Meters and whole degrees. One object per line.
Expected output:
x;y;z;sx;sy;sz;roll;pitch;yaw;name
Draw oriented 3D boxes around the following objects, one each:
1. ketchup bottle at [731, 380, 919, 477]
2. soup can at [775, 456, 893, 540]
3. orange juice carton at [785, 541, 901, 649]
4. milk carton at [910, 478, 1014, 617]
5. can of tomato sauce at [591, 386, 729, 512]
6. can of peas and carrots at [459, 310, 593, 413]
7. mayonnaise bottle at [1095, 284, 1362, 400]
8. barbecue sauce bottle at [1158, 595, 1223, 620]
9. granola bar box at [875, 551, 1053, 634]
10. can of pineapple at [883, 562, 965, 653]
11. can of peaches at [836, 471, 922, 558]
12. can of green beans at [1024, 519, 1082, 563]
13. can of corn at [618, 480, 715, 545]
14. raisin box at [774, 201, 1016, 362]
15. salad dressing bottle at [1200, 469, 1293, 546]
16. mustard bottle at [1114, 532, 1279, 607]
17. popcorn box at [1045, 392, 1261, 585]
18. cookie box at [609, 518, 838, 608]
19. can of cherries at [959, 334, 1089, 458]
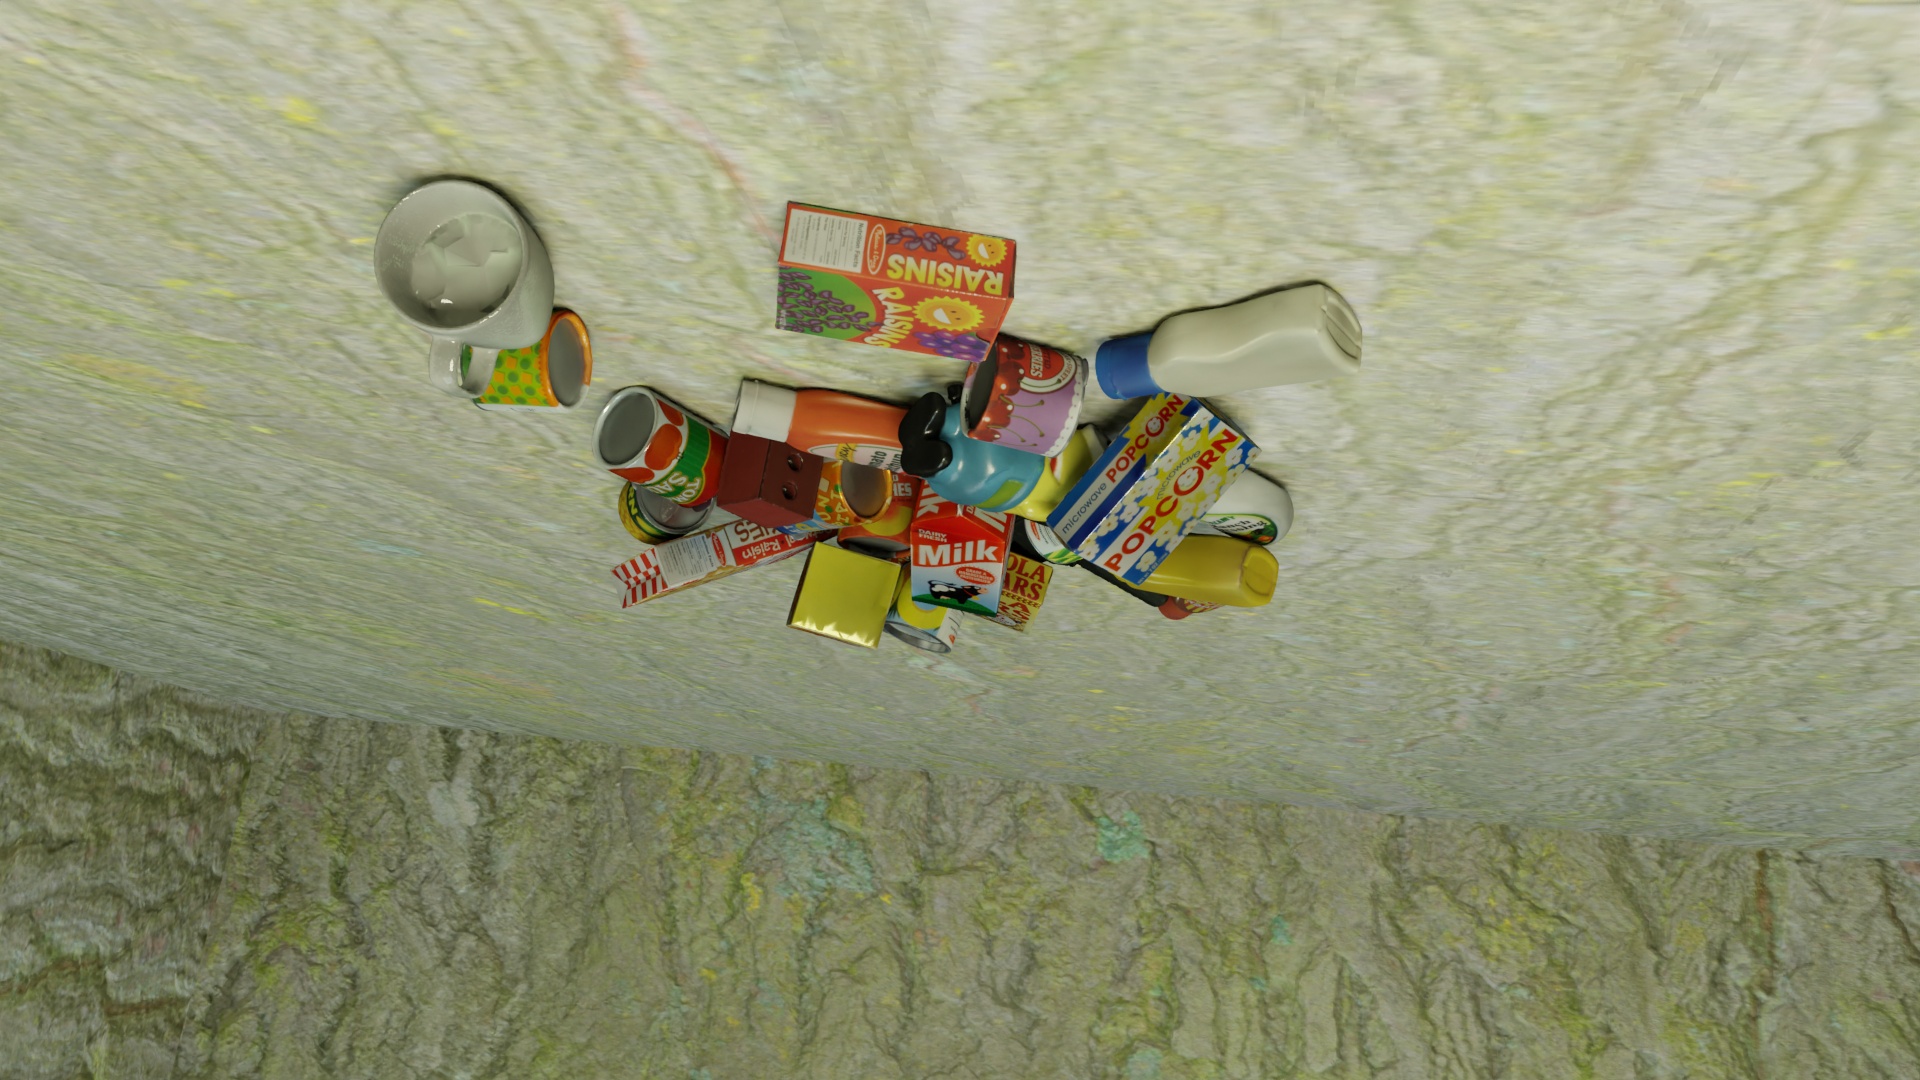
-0.083;-0.079;0.972;0.149;0.043;0.064;11;164;-14;ketchup bottle
-0.103;-0.038;1.069;0.083;0.071;0.071;-6;159;37;soup can
-0.104;0.049;1.189;0.073;0.072;0.192;17;174;-7;orange juice carton
0.004;-0.013;1.064;0.073;0.072;0.189;11;154;3;milk carton
-0.219;-0.066;1.022;0.071;0.071;0.083;-4;160;32;can of tomato sauce
-0.276;-0.117;0.886;0.059;0.071;0.070;3;163;11;can of peas and carrots
0.148;-0.108;0.790;0.148;0.041;0.064;-5;158;38;mayonnaise bottle
0.220;0.040;1.254;0.065;0.044;0.148;9;164;-11;barbecue sauce bottle
-0.005;0.026;1.241;0.166;0.039;0.124;20;164;3;granola bar box
-0.031;0.058;1.194;0.071;0.058;0.070;19;163;6;can of pineapple
-0.065;-0.022;1.132;0.071;0.058;0.071;6;164;2;can of peaches
0.092;-0.020;1.064;0.071;0.071;0.057;16;160;-28;can of green beans
-0.247;-0.033;1.152;0.071;0.071;0.058;15;162;-26;can of corn
-0.037;-0.139;0.760;0.123;0.040;0.086;8;163;-7;raisin box
0.184;-0.036;1.009;0.147;0.044;0.064;22;161;-40;salad dressing bottle
0.166;0.018;1.078;0.160;0.049;0.065;8;167;44;mustard bottle
0.126;-0.036;0.908;0.085;0.126;0.038;26;-161;-47;popcorn box
-0.200;0.008;1.189;0.168;0.040;0.122;-18;179;-33;cookie box
0.038;-0.091;0.851;0.058;0.071;0.071;13;162;-17;can of cherries
